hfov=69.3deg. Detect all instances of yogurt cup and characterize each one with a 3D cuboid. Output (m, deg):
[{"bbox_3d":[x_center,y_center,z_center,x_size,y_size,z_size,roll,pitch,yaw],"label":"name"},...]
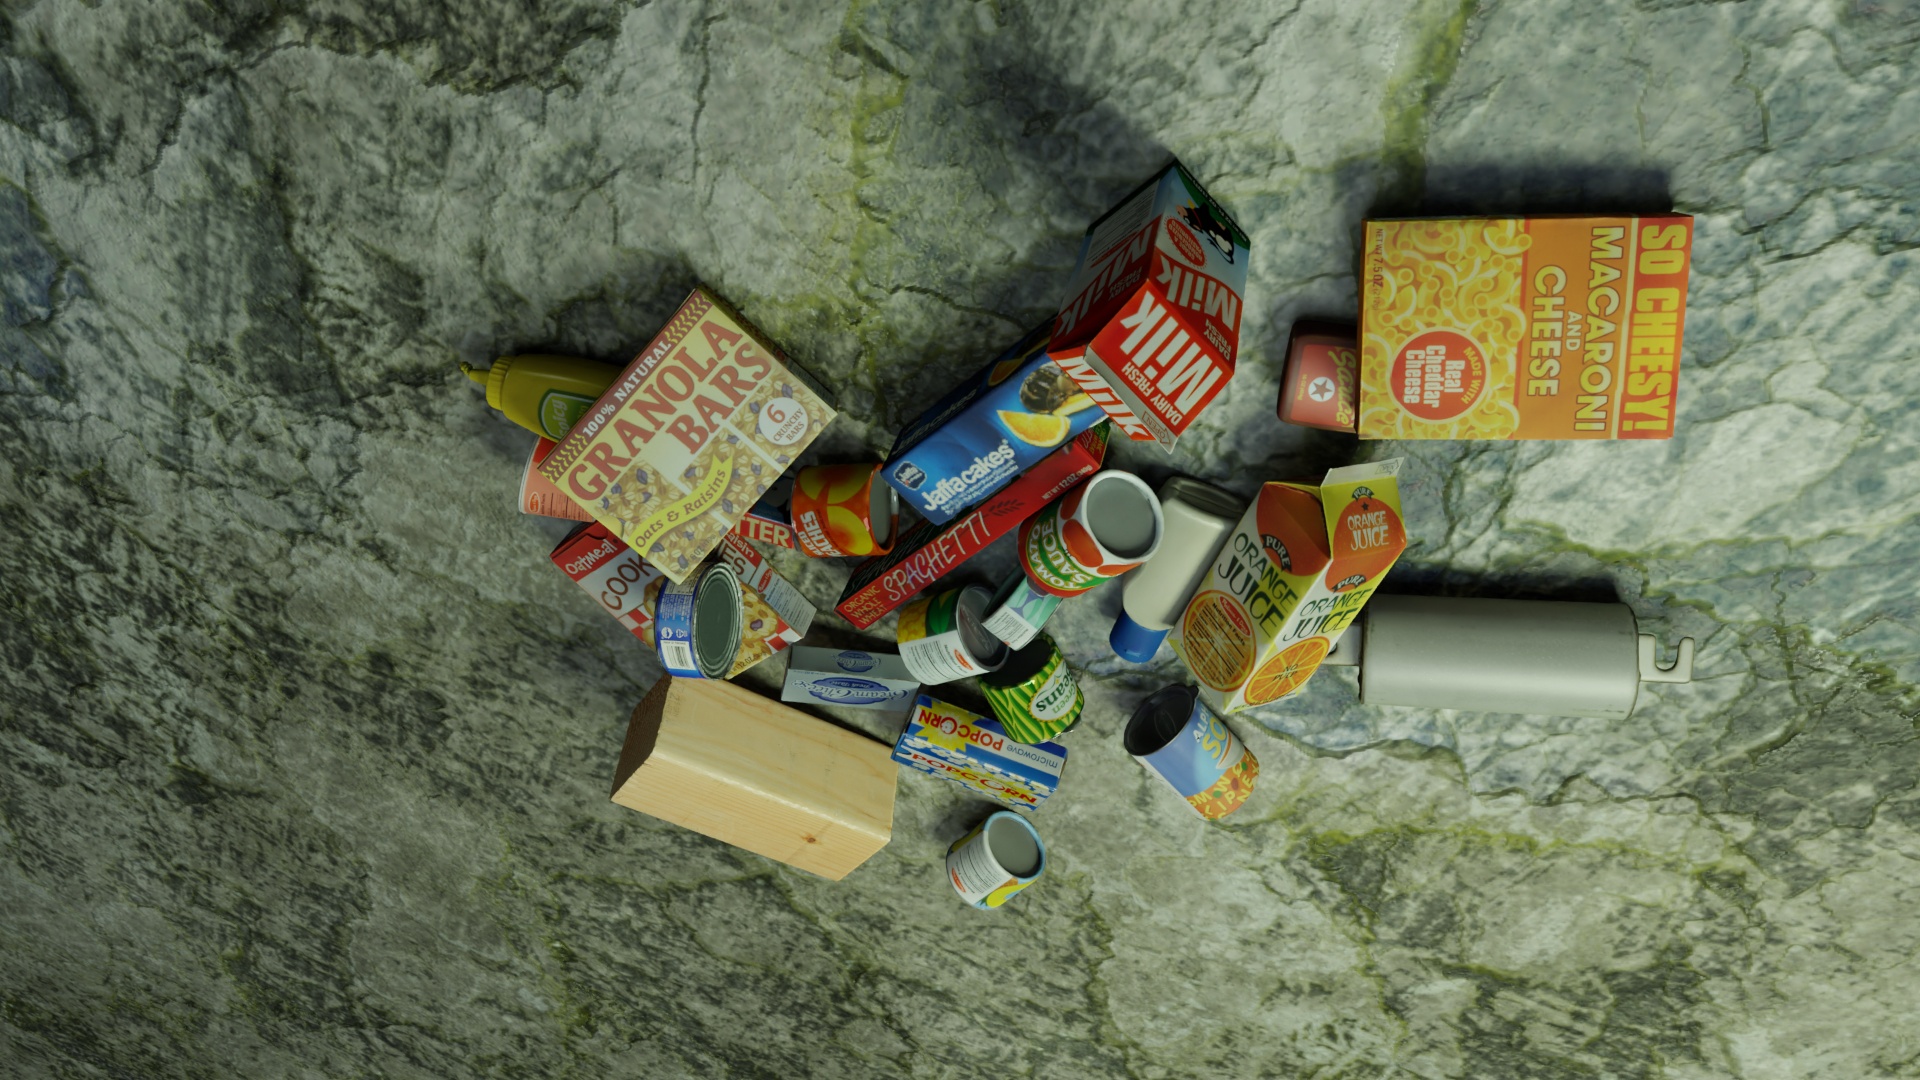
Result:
[{"bbox_3d":[-0.288,-0.046,1.019,0.054,0.073,0.072,16,131,-7],"label":"yogurt cup"}]

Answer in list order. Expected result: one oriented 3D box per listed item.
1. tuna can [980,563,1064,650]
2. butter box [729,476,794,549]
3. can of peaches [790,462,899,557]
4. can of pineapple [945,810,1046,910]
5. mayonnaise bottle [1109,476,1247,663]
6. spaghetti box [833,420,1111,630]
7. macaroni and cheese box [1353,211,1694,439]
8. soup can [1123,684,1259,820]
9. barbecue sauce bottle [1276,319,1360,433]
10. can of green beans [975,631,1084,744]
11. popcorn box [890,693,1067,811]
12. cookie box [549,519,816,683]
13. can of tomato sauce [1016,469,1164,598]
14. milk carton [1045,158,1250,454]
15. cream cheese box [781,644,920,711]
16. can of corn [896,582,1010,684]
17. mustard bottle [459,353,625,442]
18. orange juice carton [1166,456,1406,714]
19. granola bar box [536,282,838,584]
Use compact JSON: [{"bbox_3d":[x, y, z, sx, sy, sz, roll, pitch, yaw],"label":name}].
[{"bbox_3d":[0.048,0.041,0.991,0.033,0.071,0.070,39,128,-6],"label":"tuna can"},{"bbox_3d":[-0.159,-0.029,1.001,0.103,0.053,0.024,14,128,4],"label":"butter box"},{"bbox_3d":[-0.080,-0.020,0.975,0.058,0.071,0.071,-2,127,16],"label":"can of peaches"},{"bbox_3d":[0.031,0.270,1.178,0.071,0.071,0.057,35,128,-13],"label":"can of pineapple"},{"bbox_3d":[0.144,0.025,0.966,0.065,0.041,0.147,21,131,0],"label":"mayonnaise bottle"},{"bbox_3d":[0.003,-0.012,0.971,0.028,0.050,0.249,43,127,-17],"label":"spaghetti box"},{"bbox_3d":[0.308,-0.120,0.775,0.166,0.040,0.123,1,106,10],"label":"macaroni and cheese box"},{"bbox_3d":[0.177,0.159,1.047,0.071,0.072,0.083,-32,114,33],"label":"soup can"},{"bbox_3d":[0.269,-0.092,0.835,0.148,0.044,0.064,10,120,8],"label":"barbecue sauce bottle"},{"bbox_3d":[0.052,0.110,1.043,0.071,0.071,0.057,-13,122,25],"label":"can of green beans"},{"bbox_3d":[0.014,0.169,1.099,0.127,0.038,0.085,21,157,-1],"label":"popcorn box"},{"bbox_3d":[-0.215,0.034,1.075,0.122,0.040,0.167,-30,115,33],"label":"cookie box"},{"bbox_3d":[0.085,-0.003,0.925,0.071,0.071,0.082,36,149,-13],"label":"can of tomato sauce"},{"bbox_3d":[0.104,-0.124,0.760,0.073,0.192,0.072,-33,113,34],"label":"milk carton"},{"bbox_3d":[-0.086,0.108,1.084,0.104,0.024,0.053,6,145,-11],"label":"cream cheese box"},{"bbox_3d":[-0.004,0.068,1.026,0.058,0.071,0.071,-17,121,34],"label":"can of corn"},{"bbox_3d":[-0.281,-0.099,0.983,0.160,0.049,0.065,15,124,4],"label":"mustard bottle"},{"bbox_3d":[0.217,0.021,0.901,0.072,0.073,0.191,-7,138,-34],"label":"orange juice carton"},{"bbox_3d":[-0.182,-0.070,0.936,0.124,0.039,0.165,41,99,-14],"label":"granola bar box"}]
